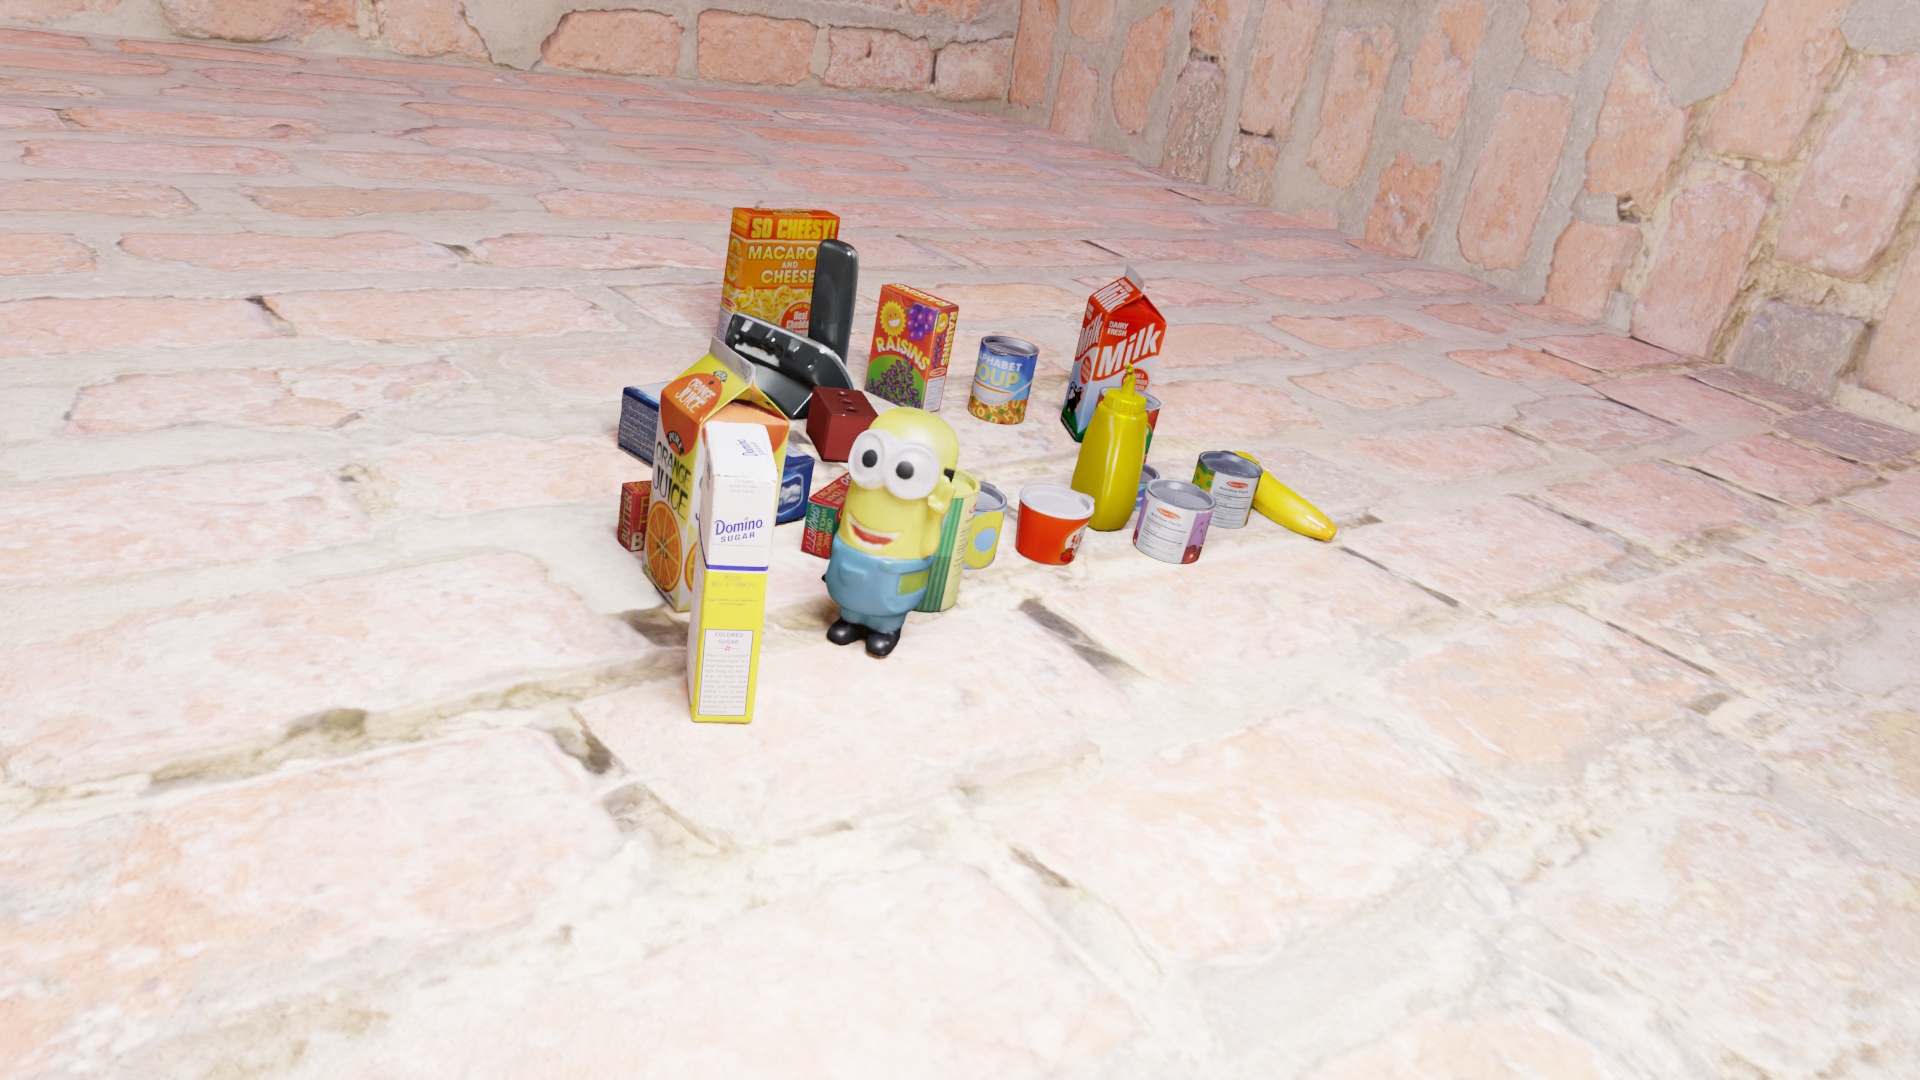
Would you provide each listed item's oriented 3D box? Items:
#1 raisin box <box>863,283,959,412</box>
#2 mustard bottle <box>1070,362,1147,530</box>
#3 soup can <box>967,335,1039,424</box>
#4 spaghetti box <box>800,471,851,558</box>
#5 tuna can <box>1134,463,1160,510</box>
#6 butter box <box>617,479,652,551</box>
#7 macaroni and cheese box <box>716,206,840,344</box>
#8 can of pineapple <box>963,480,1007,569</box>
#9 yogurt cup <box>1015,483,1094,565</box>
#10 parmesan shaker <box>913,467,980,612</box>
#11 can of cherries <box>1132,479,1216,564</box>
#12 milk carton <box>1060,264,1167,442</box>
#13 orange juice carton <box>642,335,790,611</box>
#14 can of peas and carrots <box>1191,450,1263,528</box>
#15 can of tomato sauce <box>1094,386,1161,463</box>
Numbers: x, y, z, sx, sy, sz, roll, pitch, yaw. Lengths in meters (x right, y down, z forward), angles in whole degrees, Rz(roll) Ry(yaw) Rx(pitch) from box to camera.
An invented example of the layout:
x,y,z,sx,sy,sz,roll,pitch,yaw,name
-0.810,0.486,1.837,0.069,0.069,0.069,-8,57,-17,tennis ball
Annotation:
x,y,z,sx,sy,sz,roll,pitch,yaw,name
-0.055,-0.211,1.525,0.086,0.122,0.040,27,28,31,raisin box
0.146,-0.090,1.306,0.049,0.159,0.065,-3,28,-31,mustard bottle
0.046,-0.179,1.550,0.071,0.083,0.071,10,24,-4,soup can
-0.074,-0.048,1.248,0.029,0.050,0.251,19,25,15,spaghetti box
0.163,-0.057,1.399,0.071,0.032,0.071,10,24,-4,tuna can
-0.223,-0.024,1.120,0.104,0.053,0.024,-7,30,-36,butter box
-0.209,-0.294,1.584,0.124,0.165,0.040,-9,31,-39,macaroni and cheese box
0.004,-0.015,1.200,0.071,0.057,0.071,10,24,-4,can of pineapple
0.080,-0.013,1.236,0.072,0.053,0.073,10,24,-4,yogurt cup
-0.027,-0.002,1.100,0.071,0.102,0.071,10,24,-4,parmesan shaker
0.200,-0.018,1.298,0.071,0.058,0.072,10,24,-4,can of cherries
0.172,-0.204,1.533,0.073,0.189,0.072,5,24,-14,milk carton
-0.180,-0.050,1.025,0.073,0.191,0.072,-5,29,-34,orange juice carton
0.265,-0.052,1.404,0.071,0.058,0.071,10,24,-4,can of peas and carrots
0.169,-0.111,1.459,0.071,0.082,0.071,10,24,-4,can of tomato sauce
